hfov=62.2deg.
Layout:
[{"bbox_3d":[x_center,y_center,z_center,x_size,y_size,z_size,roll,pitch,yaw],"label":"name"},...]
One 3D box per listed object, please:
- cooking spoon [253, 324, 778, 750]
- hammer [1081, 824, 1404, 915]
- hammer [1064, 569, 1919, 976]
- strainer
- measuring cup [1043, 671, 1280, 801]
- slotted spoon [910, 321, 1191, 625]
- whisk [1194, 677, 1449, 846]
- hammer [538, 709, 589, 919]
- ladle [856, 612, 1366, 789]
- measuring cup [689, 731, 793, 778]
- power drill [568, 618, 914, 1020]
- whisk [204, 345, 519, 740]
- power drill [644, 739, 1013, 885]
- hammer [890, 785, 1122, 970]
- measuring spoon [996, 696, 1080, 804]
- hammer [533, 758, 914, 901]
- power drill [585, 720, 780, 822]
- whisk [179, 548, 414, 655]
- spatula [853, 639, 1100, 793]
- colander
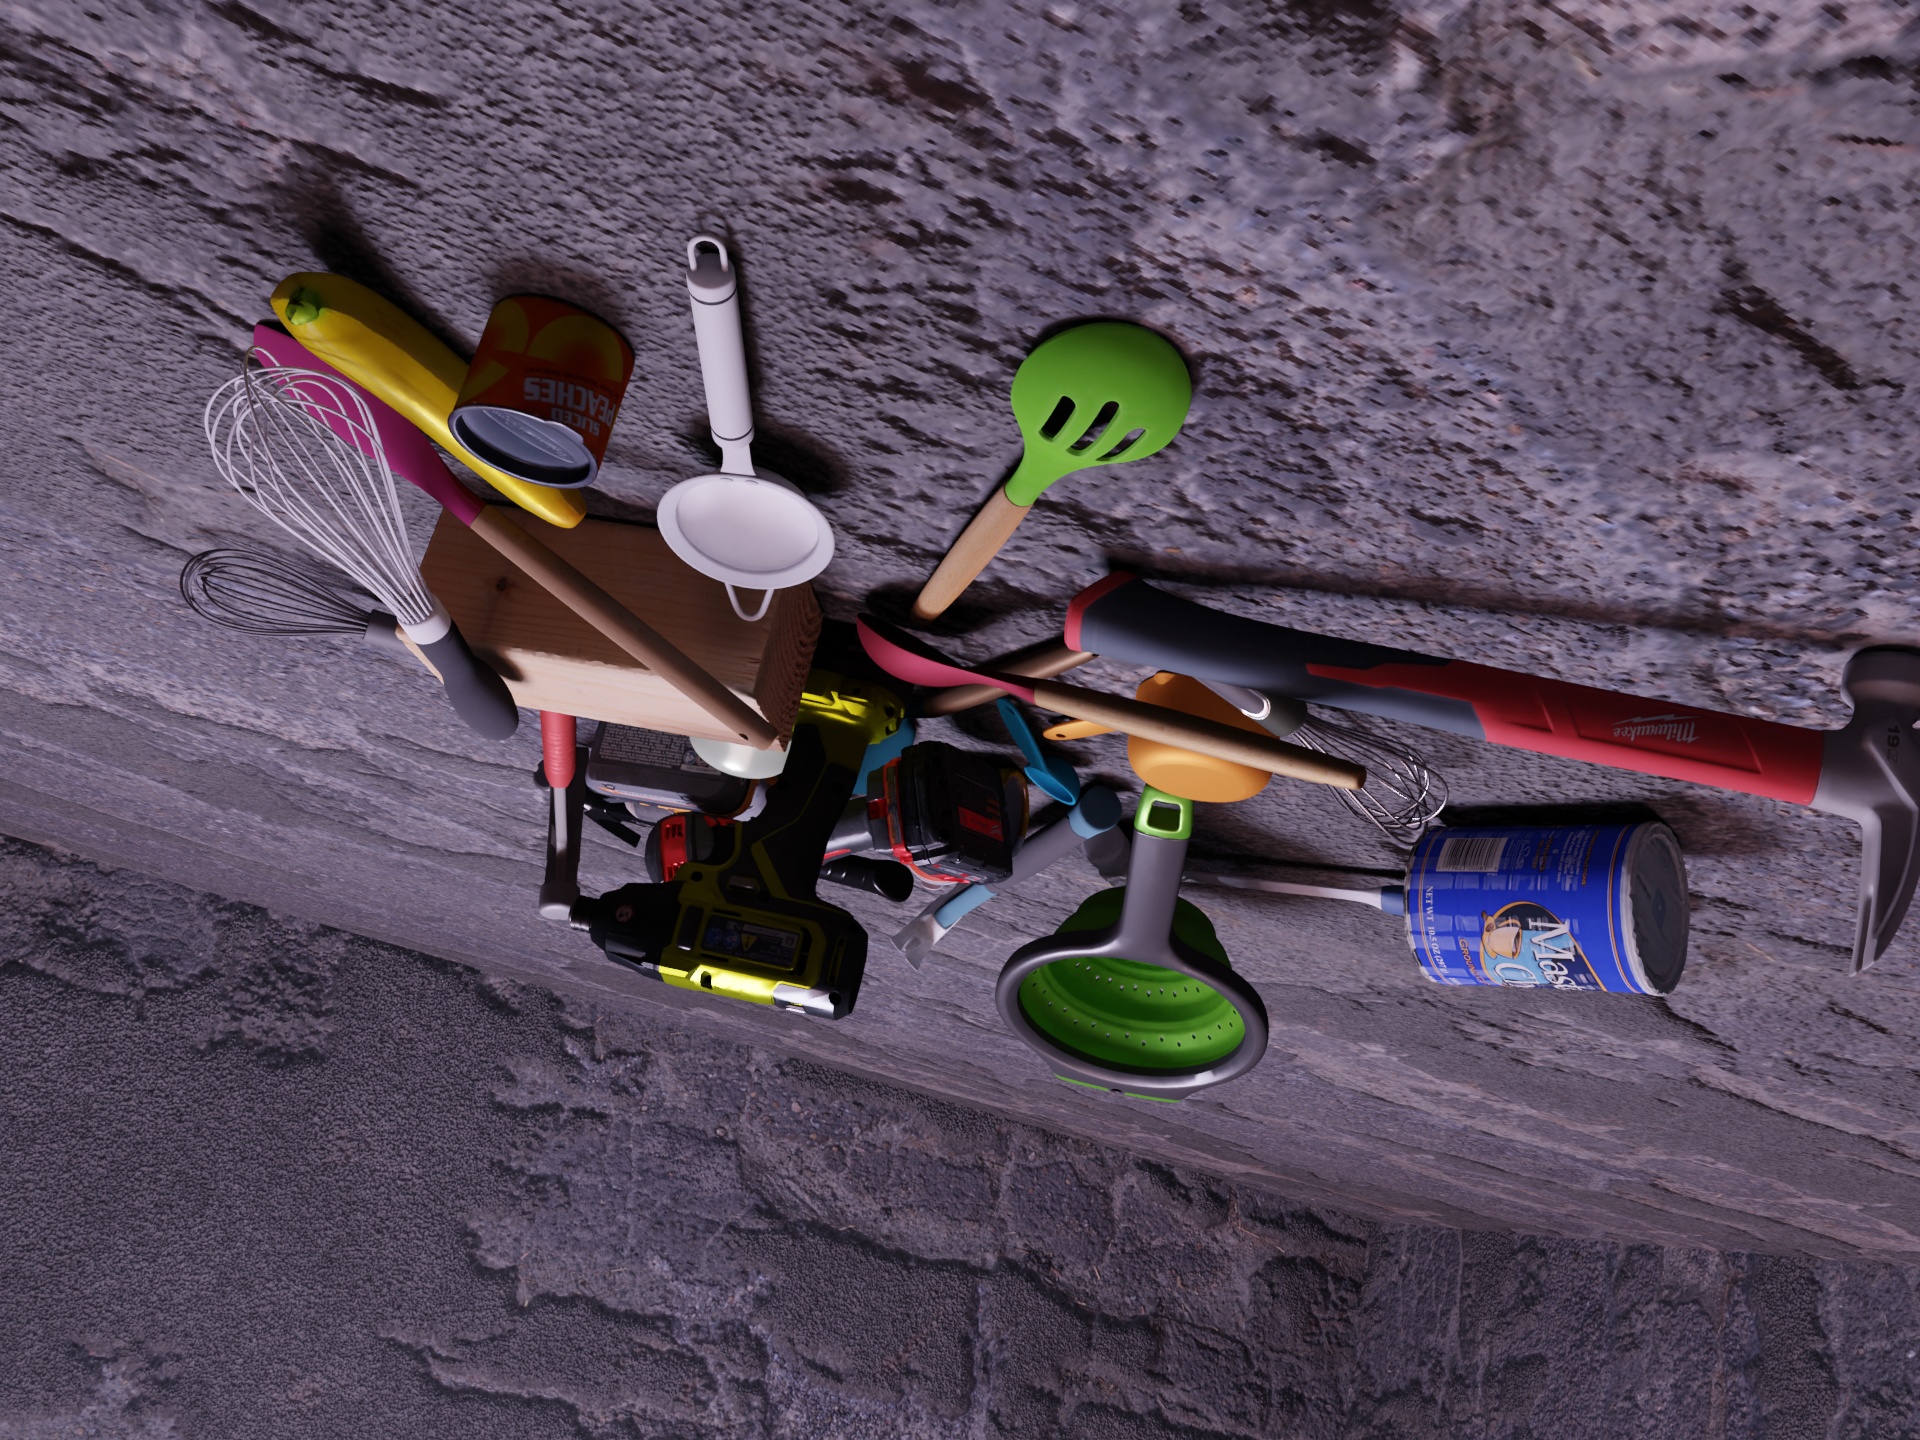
[{"bbox_3d":[-0.220,-0.086,0.796,0.318,0.017,0.069,38,154,-10],"label":"cooking spoon"},{"bbox_3d":[0.299,0.129,1.164,0.405,0.035,0.144,4,158,24],"label":"hammer"},{"bbox_3d":[0.233,0.004,0.738,0.386,0.143,0.038,12,163,15],"label":"hammer"},{"bbox_3d":[-0.100,-0.128,0.714,0.087,0.050,0.258,7,155,0],"label":"strainer"},{"bbox_3d":[0.111,0.019,0.954,0.174,0.052,0.095,-10,150,44],"label":"measuring cup"},{"bbox_3d":[0.022,-0.096,0.742,0.070,0.031,0.313,19,161,-11],"label":"slotted spoon"},{"bbox_3d":[0.186,0.003,0.877,0.246,0.059,0.058,31,142,-30],"label":"whisk"},{"bbox_3d":[-0.285,0.014,1.133,0.036,0.149,0.359,3,153,-12],"label":"hammer"},{"bbox_3d":[0.064,-0.010,0.821,0.316,0.031,0.069,17,-179,37],"label":"ladle"},{"bbox_3d":[-0.182,-0.010,1.049,0.167,0.083,0.038,23,118,9],"label":"measuring cup"},{"bbox_3d":[-0.124,0.051,0.941,0.171,0.223,0.080,11,160,5],"label":"power drill"},{"bbox_3d":[-0.274,-0.068,0.771,0.070,0.070,0.284,8,149,15],"label":"whisk"},{"bbox_3d":[-0.084,0.082,1.062,0.219,0.079,0.143,-13,162,21],"label":"power drill"},{"bbox_3d":[0.036,0.118,1.233,0.033,0.128,0.331,49,148,1],"label":"hammer"},{"bbox_3d":[0.052,0.014,1.043,0.042,0.021,0.128,28,161,34],"label":"measuring spoon"},{"bbox_3d":[-0.194,0.102,1.358,0.335,0.035,0.146,13,162,22],"label":"hammer"},{"bbox_3d":[-0.201,0.045,1.200,0.185,0.084,0.226,7,164,17],"label":"power drill"},{"bbox_3d":[-0.400,-0.062,1.077,0.238,0.055,0.055,17,161,-23],"label":"whisk"},{"bbox_3d":[-0.002,-0.003,0.984,0.082,0.044,0.317,7,164,-32],"label":"spatula"},{"bbox_3d":[0.135,0.140,1.146,0.204,0.095,0.396,10,141,8],"label":"colander"}]
